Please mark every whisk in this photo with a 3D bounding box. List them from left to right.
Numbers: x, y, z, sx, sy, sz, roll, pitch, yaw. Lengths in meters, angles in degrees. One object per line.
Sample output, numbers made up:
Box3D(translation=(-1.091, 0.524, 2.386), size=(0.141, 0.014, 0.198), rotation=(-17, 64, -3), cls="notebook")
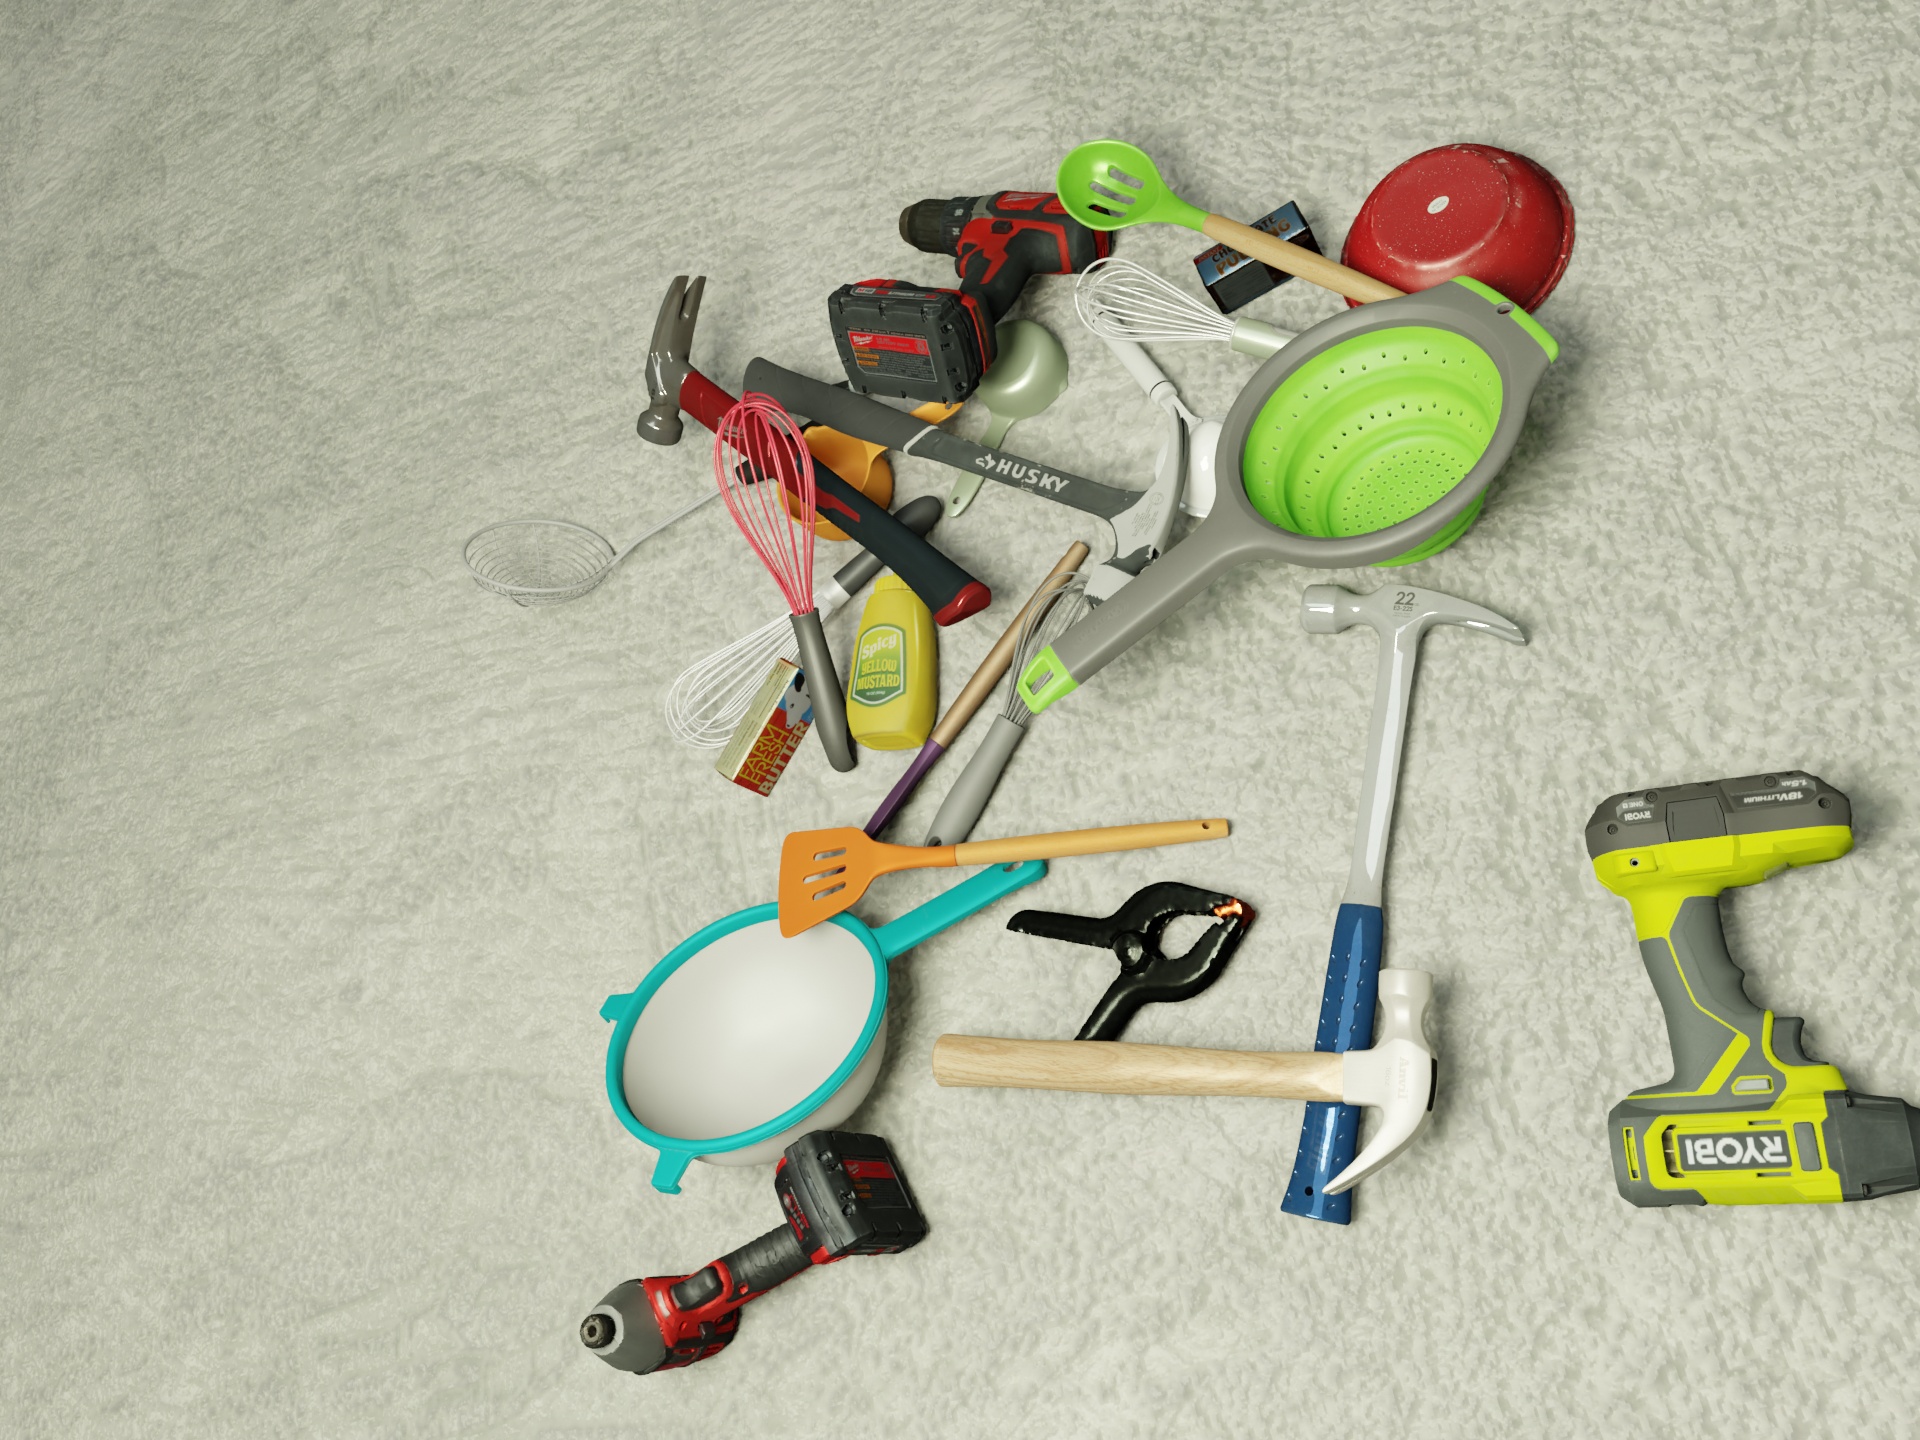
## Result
Box3D(translation=(-0.122, -0.099, 1.187), size=(0.073, 0.073, 0.295), rotation=(-6, 107, 27), cls="whisk")
Box3D(translation=(-0.124, -0.080, 1.263), size=(0.284, 0.070, 0.070), rotation=(-42, 59, 4), cls="whisk")
Box3D(translation=(0.033, 0.000, 1.152), size=(0.055, 0.055, 0.239), rotation=(31, 94, 33), cls="whisk")
Box3D(translation=(0.193, -0.283, 1.150), size=(0.246, 0.058, 0.059), rotation=(21, 114, 21), cls="whisk")

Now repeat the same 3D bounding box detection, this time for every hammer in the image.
Box3D(translation=(-0.115, -0.200, 1.218), size=(0.387, 0.038, 0.143), rotation=(39, 125, 29), cls="hammer")
Box3D(translation=(-0.012, -0.211, 1.197), size=(0.409, 0.036, 0.149), rotation=(25, 85, 31), cls="hammer")
Box3D(translation=(0.129, 0.221, 0.994), size=(0.331, 0.031, 0.130), rotation=(-5, 70, 30), cls="hammer")
Box3D(translation=(0.259, 0.107, 0.998), size=(0.144, 0.035, 0.406), rotation=(4, 75, 30), cls="hammer")

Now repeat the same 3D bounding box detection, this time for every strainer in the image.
Box3D(translation=(-0.079, 0.204, 1.124), size=(0.340, 0.095, 0.211), rotation=(-29, 37, -7), cls="strainer")
Box3D(translation=(0.153, -0.236, 1.174), size=(0.087, 0.050, 0.259), rotation=(-30, 57, -1), cls="strainer")

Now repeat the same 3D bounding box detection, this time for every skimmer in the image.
Box3D(translation=(-0.255, -0.199, 1.351), size=(0.363, 0.090, 0.127), rotation=(-27, 31, 15), cls="skimmer")

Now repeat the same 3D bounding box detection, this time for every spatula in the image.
Box3D(translation=(-0.002, -0.004, 1.178), size=(0.018, 0.060, 0.316), rotation=(37, 88, -2), cls="spatula")
Box3D(translation=(0.023, 0.094, 1.101), size=(0.322, 0.041, 0.081), rotation=(-7, 62, 9), cls="spatula")

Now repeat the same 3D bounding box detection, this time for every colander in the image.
Box3D(translation=(0.214, -0.118, 1.050), size=(0.397, 0.094, 0.205), rotation=(-38, 46, 8), cls="colander")

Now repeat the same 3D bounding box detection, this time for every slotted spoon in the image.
Box3D(translation=(0.196, -0.344, 1.134), size=(0.314, 0.031, 0.070), rotation=(34, 92, 30), cls="slotted spoon")

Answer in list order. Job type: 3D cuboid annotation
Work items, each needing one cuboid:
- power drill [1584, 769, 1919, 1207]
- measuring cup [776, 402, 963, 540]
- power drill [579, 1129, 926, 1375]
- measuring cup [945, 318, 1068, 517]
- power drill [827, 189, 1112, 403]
Box3D(translation=(0.436, 0.147, 0.868), size=(0.171, 0.080, 0.223), rotation=(-10, 72, 26), cls="power drill")
Box3D(translation=(-0.062, -0.207, 1.273), size=(0.173, 0.052, 0.095), rotation=(-26, 62, 16), cls="measuring cup")
Box3D(translation=(-0.145, 0.365, 1.067), size=(0.219, 0.143, 0.079), rotation=(-35, 63, 11), cls="power drill")
Box3D(translation=(0.023, -0.238, 1.243), size=(0.083, 0.038, 0.167), rotation=(23, 83, 32), cls="measuring cup")
Box3D(translation=(-0.010, -0.343, 1.233), size=(0.188, 0.080, 0.227), rotation=(15, 49, 31), cls="power drill")
